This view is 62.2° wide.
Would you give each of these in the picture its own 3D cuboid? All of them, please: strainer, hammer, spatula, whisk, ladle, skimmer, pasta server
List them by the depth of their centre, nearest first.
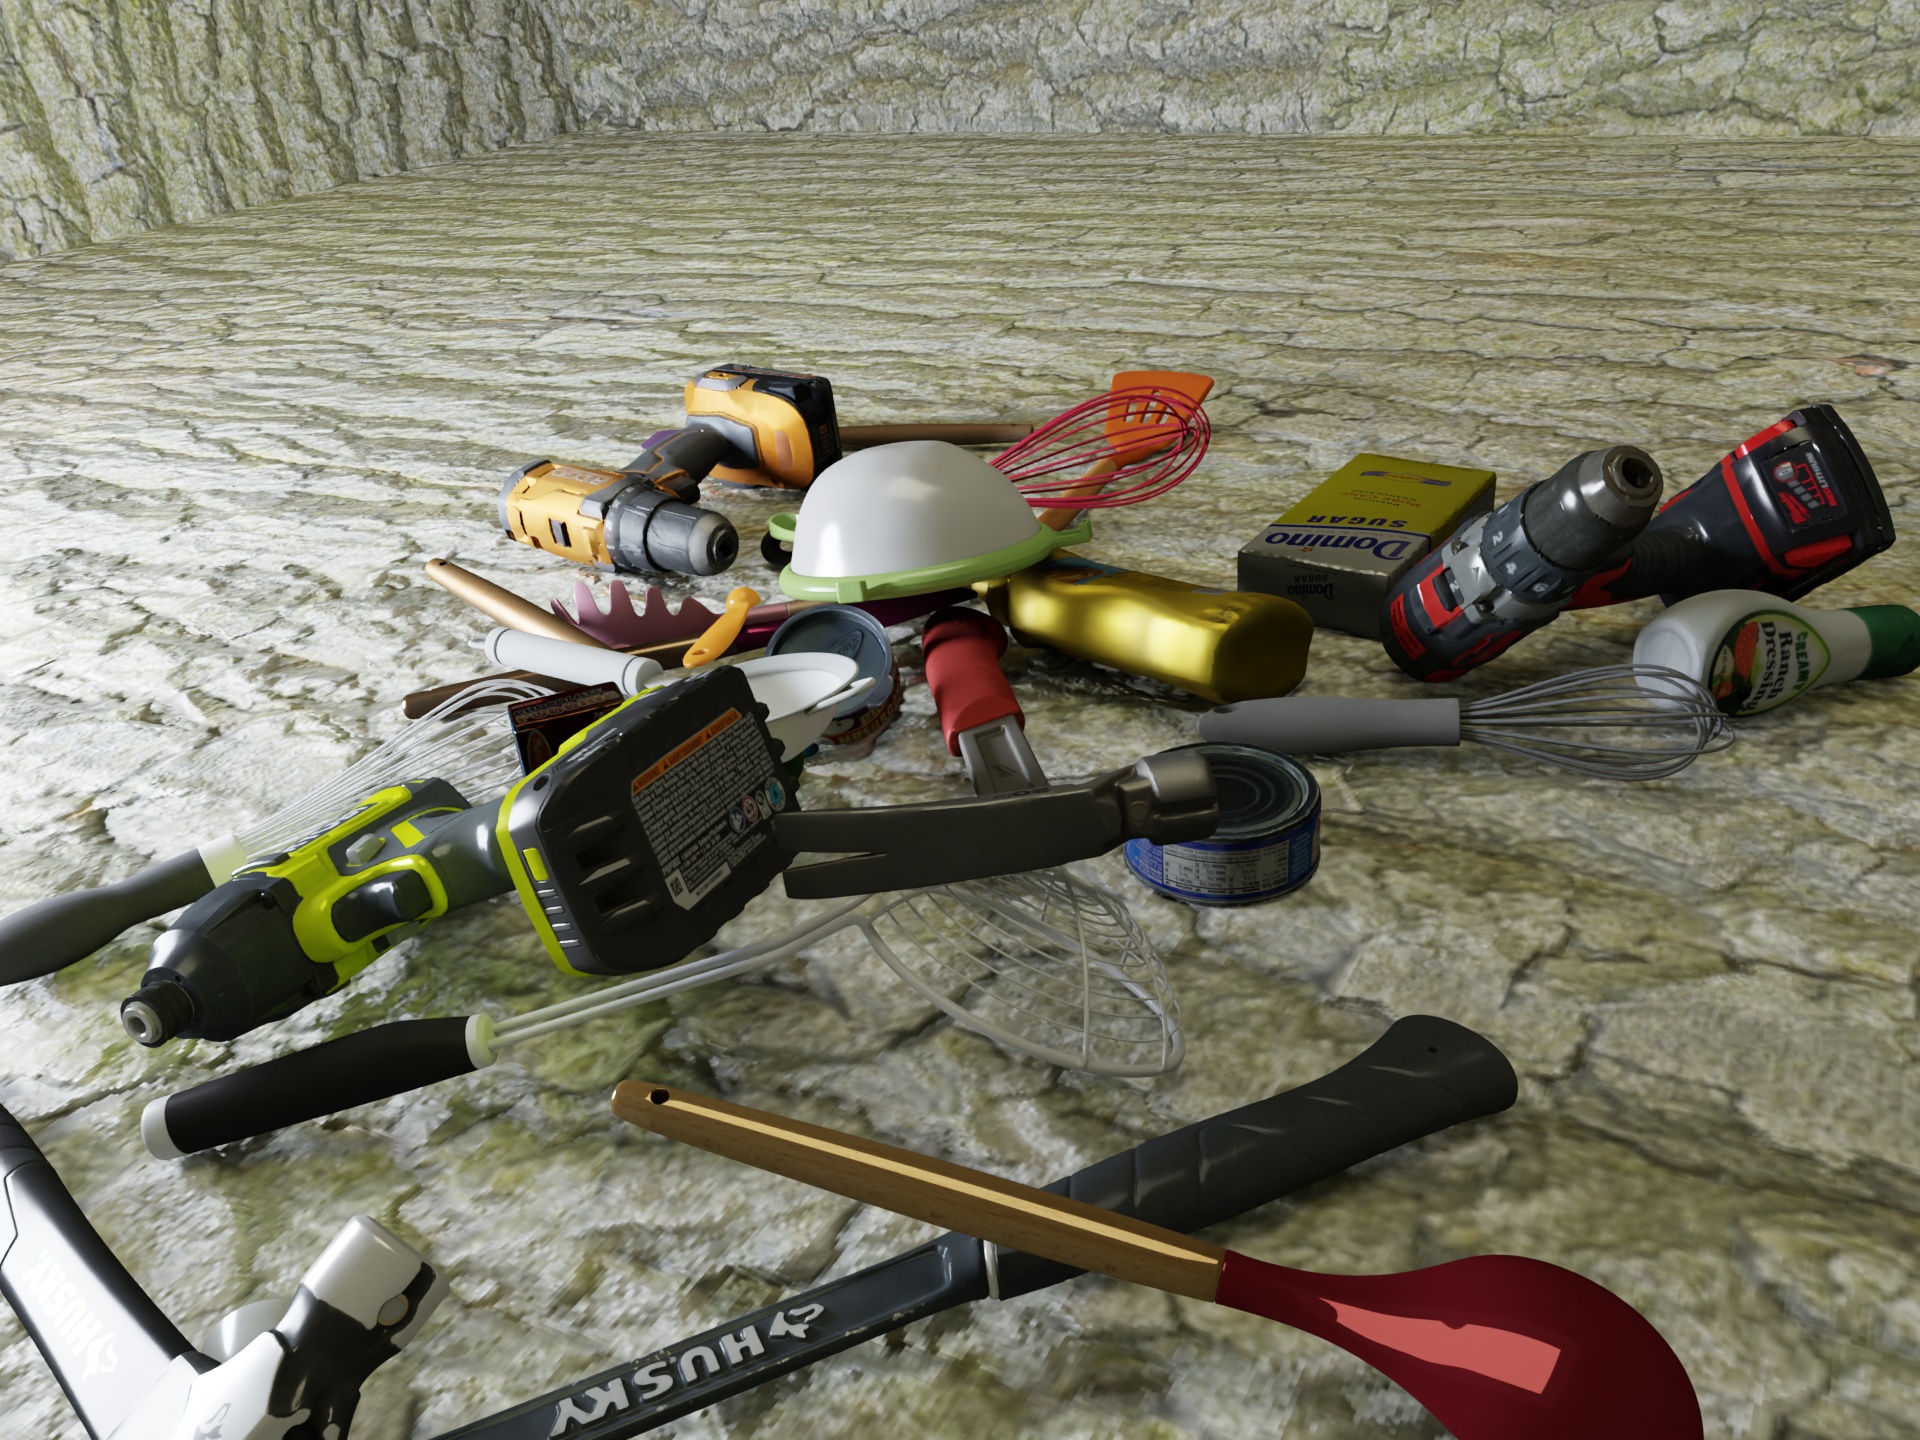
[{"bbox_3d":[0.047,0.147,0.445,0.315,0.031,0.069,13,41,12],"label":"ladle"},{"bbox_3d":[-0.005,0.167,0.471,0.409,0.036,0.149,-15,31,-20],"label":"hammer"},{"bbox_3d":[-0.290,0.163,0.489,0.335,0.035,0.146,15,58,44],"label":"hammer"},{"bbox_3d":[-0.104,0.124,0.572,0.363,0.090,0.127,-16,16,0],"label":"skimmer"},{"bbox_3d":[-0.001,-0.002,0.698,0.149,0.036,0.359,-8,14,-3],"label":"hammer"},{"bbox_3d":[-0.300,0.050,0.719,0.284,0.070,0.070,-25,34,-26],"label":"whisk"},{"bbox_3d":[0.231,0.003,0.742,0.239,0.055,0.055,-1,28,16],"label":"whisk"},{"bbox_3d":[-0.141,-0.017,0.745,0.258,0.050,0.087,12,30,32],"label":"strainer"},{"bbox_3d":[-0.053,-0.122,0.891,0.151,0.069,0.256,-17,19,-26],"label":"strainer"},{"bbox_3d":[-0.078,-0.074,0.937,0.316,0.040,0.060,-10,-16,-16],"label":"pasta server"},{"bbox_3d":[0.013,-0.146,1.006,0.296,0.073,0.073,-15,27,8],"label":"whisk"},{"bbox_3d":[0.093,-0.176,1.102,0.081,0.041,0.323,9,31,23],"label":"spatula"},{"bbox_3d":[-0.099,-0.220,1.238,0.316,0.018,0.060,1,29,13],"label":"spatula"}]

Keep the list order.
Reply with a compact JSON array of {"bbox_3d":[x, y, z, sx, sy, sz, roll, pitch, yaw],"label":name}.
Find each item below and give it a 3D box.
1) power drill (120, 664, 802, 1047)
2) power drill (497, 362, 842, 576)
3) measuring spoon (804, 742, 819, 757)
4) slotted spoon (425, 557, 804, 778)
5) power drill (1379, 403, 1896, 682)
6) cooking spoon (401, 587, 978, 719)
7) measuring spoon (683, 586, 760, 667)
[{"bbox_3d":[-0.185,0.058,0.593,0.223,0.080,0.171,-16,13,25],"label":"power drill"},{"bbox_3d":[-0.174,-0.167,1.087,0.185,0.084,0.226,16,38,33],"label":"power drill"},{"bbox_3d":[-0.136,0.010,0.801,0.128,0.021,0.042,-3,28,5],"label":"measuring spoon"},{"bbox_3d":[-0.197,-0.034,0.836,0.314,0.031,0.070,26,39,37],"label":"slotted spoon"},{"bbox_3d":[0.336,-0.090,0.774,0.226,0.080,0.187,-13,-16,-17],"label":"power drill"},{"bbox_3d":[-0.147,-0.039,0.868,0.319,0.017,0.069,-12,13,0],"label":"cooking spoon"},{"bbox_3d":[-0.127,-0.051,0.844,0.021,0.011,0.117,-8,20,10],"label":"measuring spoon"}]
